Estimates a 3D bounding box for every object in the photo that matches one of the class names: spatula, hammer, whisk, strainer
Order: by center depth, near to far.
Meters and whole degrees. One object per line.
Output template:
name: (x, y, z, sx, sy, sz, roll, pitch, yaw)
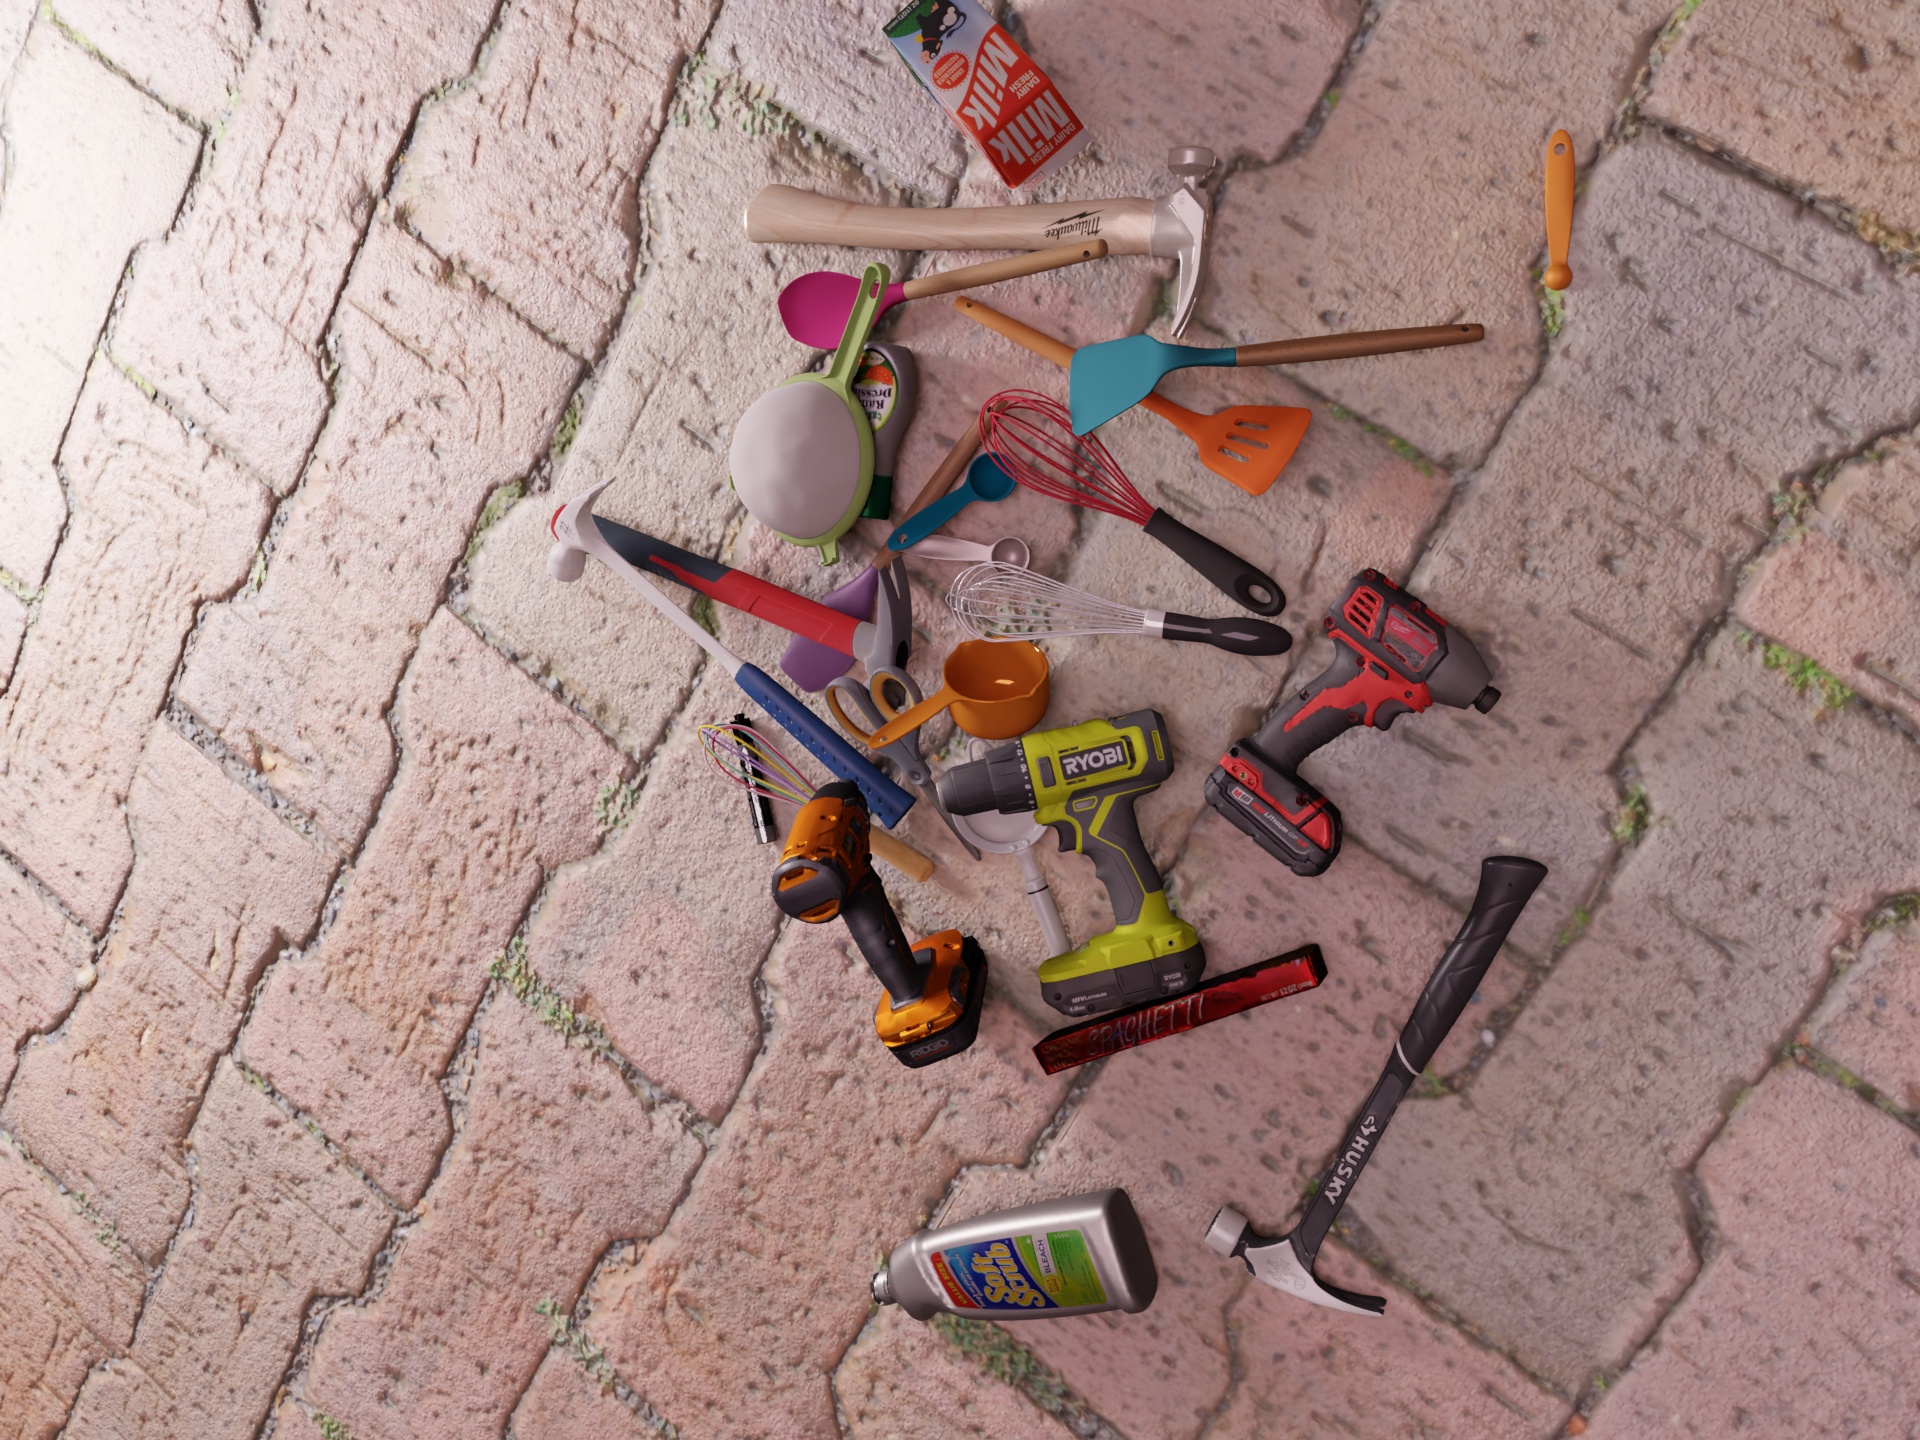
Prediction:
spatula: (0.240, -0.280, 1.234, 0.317, 0.044, 0.082, -4, 66, 9)
hammer: (0.348, 0.285, 1.252, 0.149, 0.036, 0.409, 29, 104, 16)
whisk: (0.138, -0.173, 1.287, 0.296, 0.073, 0.073, 36, 106, 8)
spatula: (0.127, -0.278, 1.289, 0.323, 0.041, 0.081, 31, 85, 18)
whisk: (0.127, -0.084, 1.294, 0.284, 0.070, 0.070, 9, 98, 12)
hammer: (0.005, -0.402, 1.330, 0.411, 0.038, 0.146, 8, 98, 21)
strainer: (-0.129, -0.266, 1.337, 0.152, 0.069, 0.256, 41, 120, 30)
strainer: (0.060, 0.132, 1.349, 0.087, 0.050, 0.258, -21, 92, 10)
spatula: (-0.055, -0.151, 1.382, 0.060, 0.018, 0.316, 42, 109, 14)
hammer: (-0.200, -0.053, 1.397, 0.405, 0.035, 0.144, 41, 143, 4)
hammer: (-0.210, -0.134, 1.401, 0.386, 0.038, 0.143, 23, 131, 24)
whisk: (-0.130, 0.072, 1.410, 0.245, 0.051, 0.047, 32, 117, 6)

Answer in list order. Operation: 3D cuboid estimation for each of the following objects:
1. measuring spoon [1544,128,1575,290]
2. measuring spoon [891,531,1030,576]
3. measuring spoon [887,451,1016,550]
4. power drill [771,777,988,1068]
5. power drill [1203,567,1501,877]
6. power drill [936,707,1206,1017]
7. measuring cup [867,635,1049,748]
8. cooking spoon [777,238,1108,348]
measuring spoon: (0.442, -0.377, 1.174, 0.021, 0.011, 0.117, 1, 95, 21)
measuring spoon: (0.001, -0.145, 1.357, 0.124, 0.018, 0.034, 10, 97, 16)
measuring spoon: (-0.008, -0.182, 1.351, 0.128, 0.021, 0.042, -33, 86, 12)
power drill: (-0.066, 0.159, 1.329, 0.084, 0.164, 0.226, -25, 113, 21)
power drill: (0.302, 0.008, 1.228, 0.143, 0.078, 0.219, 39, 104, 14)
power drill: (0.094, 0.117, 1.293, 0.190, 0.080, 0.228, -14, 90, 1)
measuring cup: (-0.002, -0.004, 1.305, 0.095, 0.173, 0.052, 37, 149, 39)
cooking spoon: (-0.022, -0.361, 1.321, 0.319, 0.017, 0.068, -3, 120, 32)
